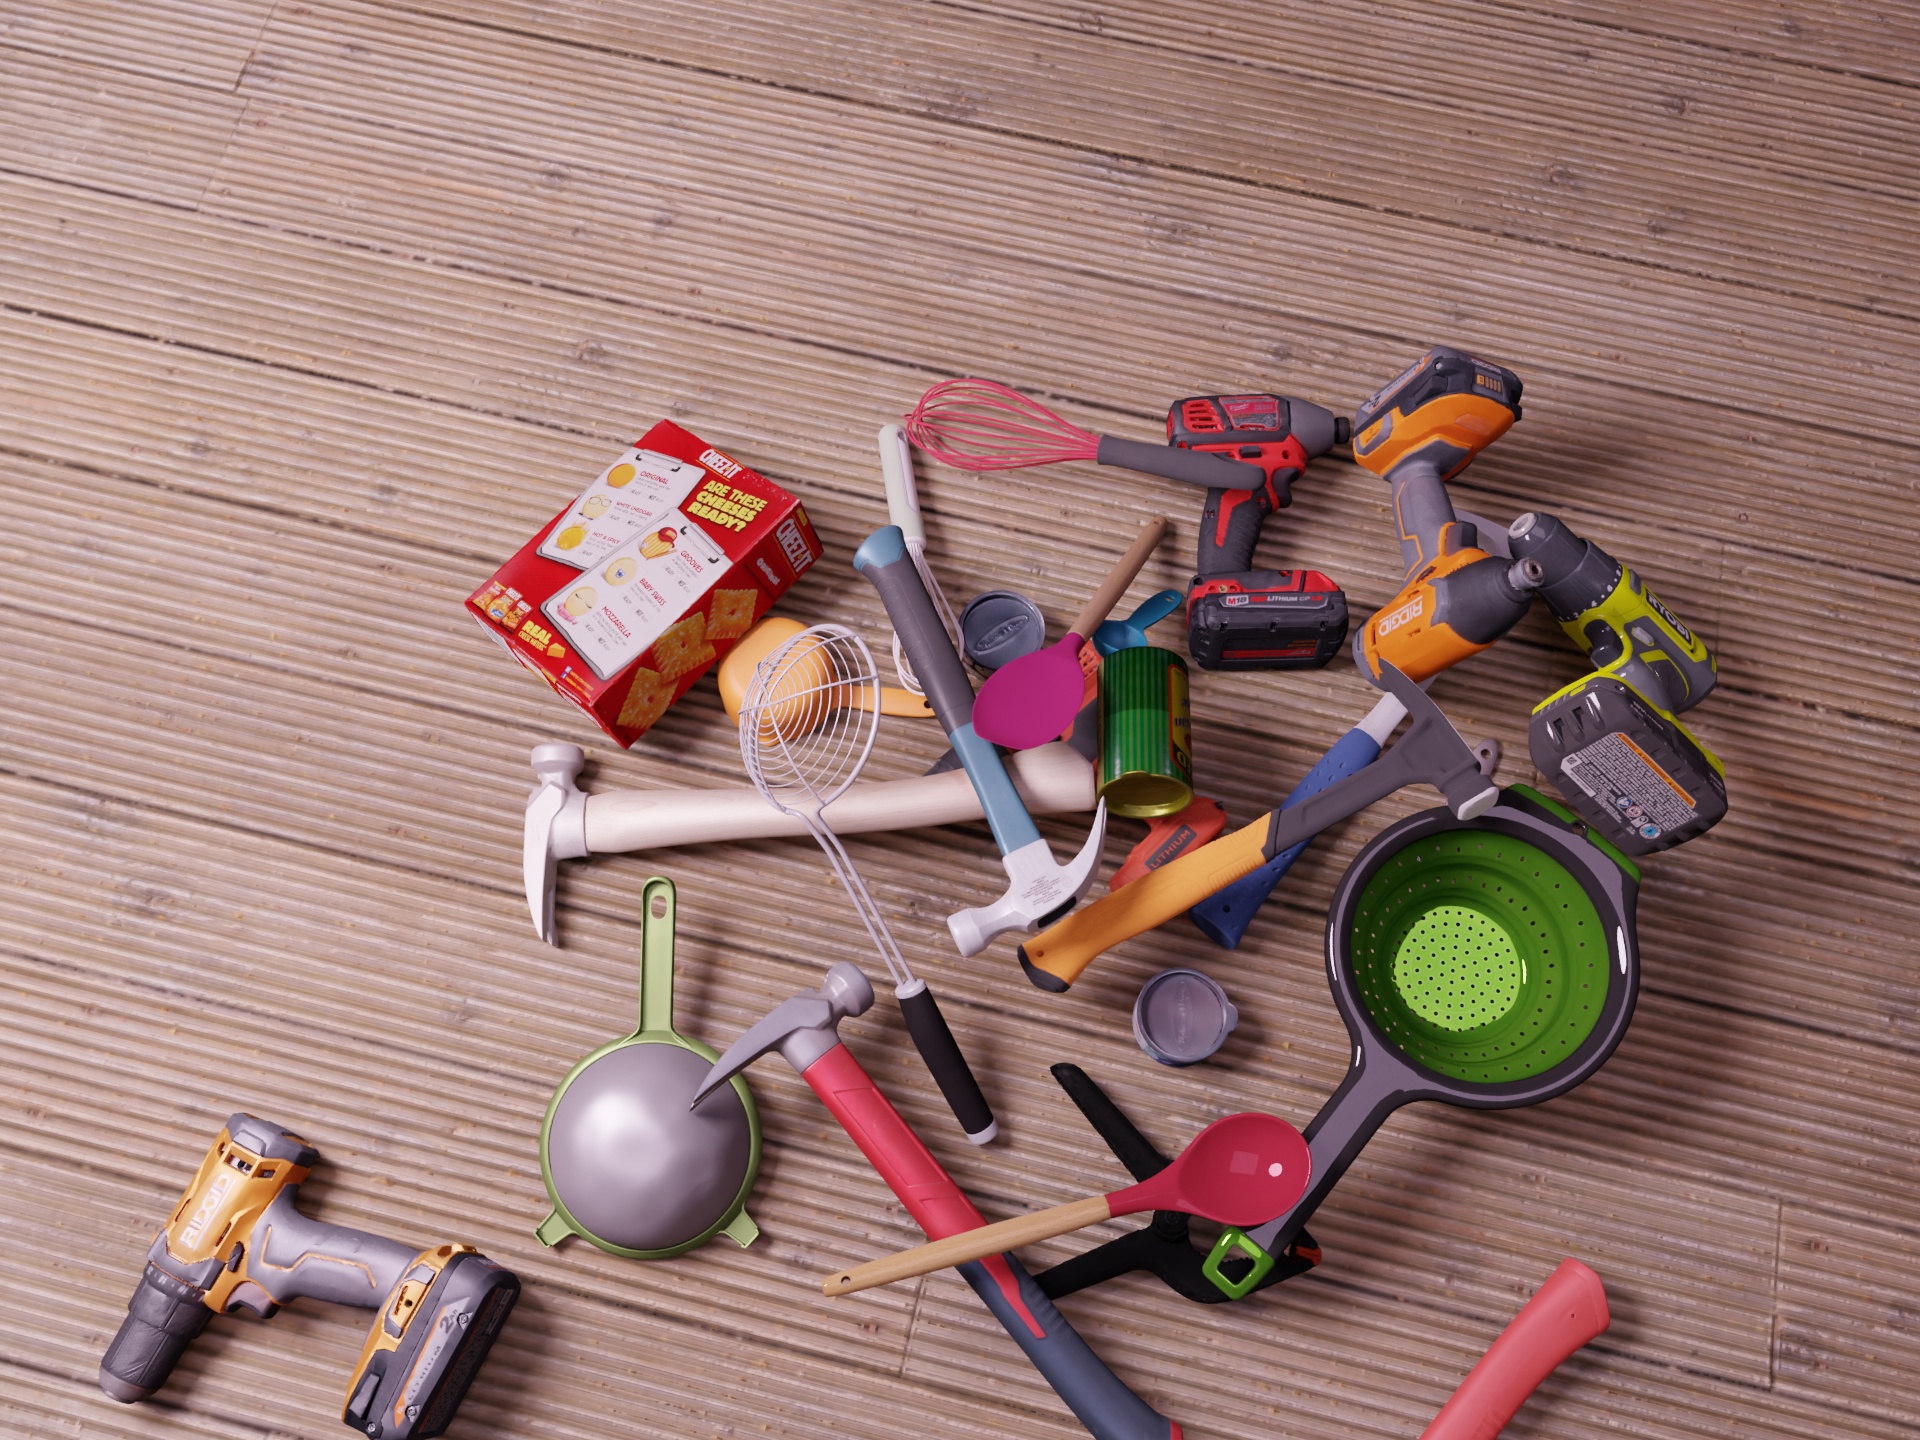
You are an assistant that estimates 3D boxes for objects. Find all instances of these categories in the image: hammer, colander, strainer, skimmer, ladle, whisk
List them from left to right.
[{"bbox_3d":[-0.209,0.231,1.059,0.151,0.069,0.256,1,82,-1],"label":"strainer"},{"bbox_3d":[-0.109,0.073,1.127,0.410,0.038,0.146,-5,71,7],"label":"hammer"},{"bbox_3d":[-0.044,0.114,1.076,0.090,0.127,0.363,-40,109,-48],"label":"skimmer"},{"bbox_3d":[-0.036,-0.128,1.223,0.059,0.057,0.247,-24,60,26],"label":"whisk"},{"bbox_3d":[-0.007,0.342,1.018,0.143,0.038,0.386,-35,77,-30],"label":"hammer"},{"bbox_3d":[-0.002,-0.004,1.105,0.128,0.033,0.331,-23,61,-4],"label":"hammer"},{"bbox_3d":[0.068,0.312,0.995,0.315,0.031,0.069,-13,62,-7],"label":"ladle"},{"bbox_3d":[0.091,-0.212,1.221,0.296,0.073,0.073,14,70,20],"label":"whisk"},{"bbox_3d":[0.188,0.084,1.088,0.337,0.034,0.127,-29,58,-1],"label":"hammer"},{"bbox_3d":[0.306,0.003,1.193,0.144,0.035,0.405,39,74,12],"label":"hammer"},{"bbox_3d":[0.297,0.226,1.084,0.204,0.094,0.397,39,79,14],"label":"colander"},{"bbox_3d":[0.287,0.484,1.019,0.149,0.036,0.359,42,75,13],"label":"hammer"}]

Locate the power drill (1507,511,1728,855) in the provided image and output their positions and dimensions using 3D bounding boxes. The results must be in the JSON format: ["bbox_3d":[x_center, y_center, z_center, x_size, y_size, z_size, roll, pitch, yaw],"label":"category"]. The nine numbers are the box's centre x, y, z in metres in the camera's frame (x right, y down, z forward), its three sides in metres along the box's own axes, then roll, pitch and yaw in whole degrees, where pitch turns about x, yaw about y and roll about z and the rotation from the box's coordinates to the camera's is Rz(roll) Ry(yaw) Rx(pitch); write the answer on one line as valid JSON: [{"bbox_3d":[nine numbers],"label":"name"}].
[{"bbox_3d":[0.455,-0.035,1.115,0.190,0.080,0.229,40,39,-13],"label":"power drill"}]

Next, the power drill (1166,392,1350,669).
[{"bbox_3d":[0.236,-0.154,1.227,0.143,0.078,0.220,-1,67,3],"label":"power drill"}]

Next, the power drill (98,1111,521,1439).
[{"bbox_3d":[-0.424,0.382,1.021,0.226,0.084,0.185,24,72,12],"label":"power drill"}]

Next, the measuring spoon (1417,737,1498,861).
[{"bbox_3d":[0.372,0.062,1.181,0.034,0.018,0.124,30,72,9],"label":"measuring spoon"}]

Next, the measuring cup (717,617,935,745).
[{"bbox_3d":[-0.097,-0.028,1.186,0.173,0.052,0.095,7,70,4],"label":"measuring cup"}]

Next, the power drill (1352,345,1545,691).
[{"bbox_3d":[0.352,-0.149,1.142,0.084,0.164,0.227,13,67,-20],"label":"power drill"}]

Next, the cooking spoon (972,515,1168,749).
[{"bbox_3d":[0.092,-0.070,1.145,0.069,0.017,0.319,17,40,19],"label":"cooking spoon"}]

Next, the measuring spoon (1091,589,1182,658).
[{"bbox_3d":[0.136,-0.070,1.198,0.042,0.021,0.128,30,35,18],"label":"measuring spoon"}]
